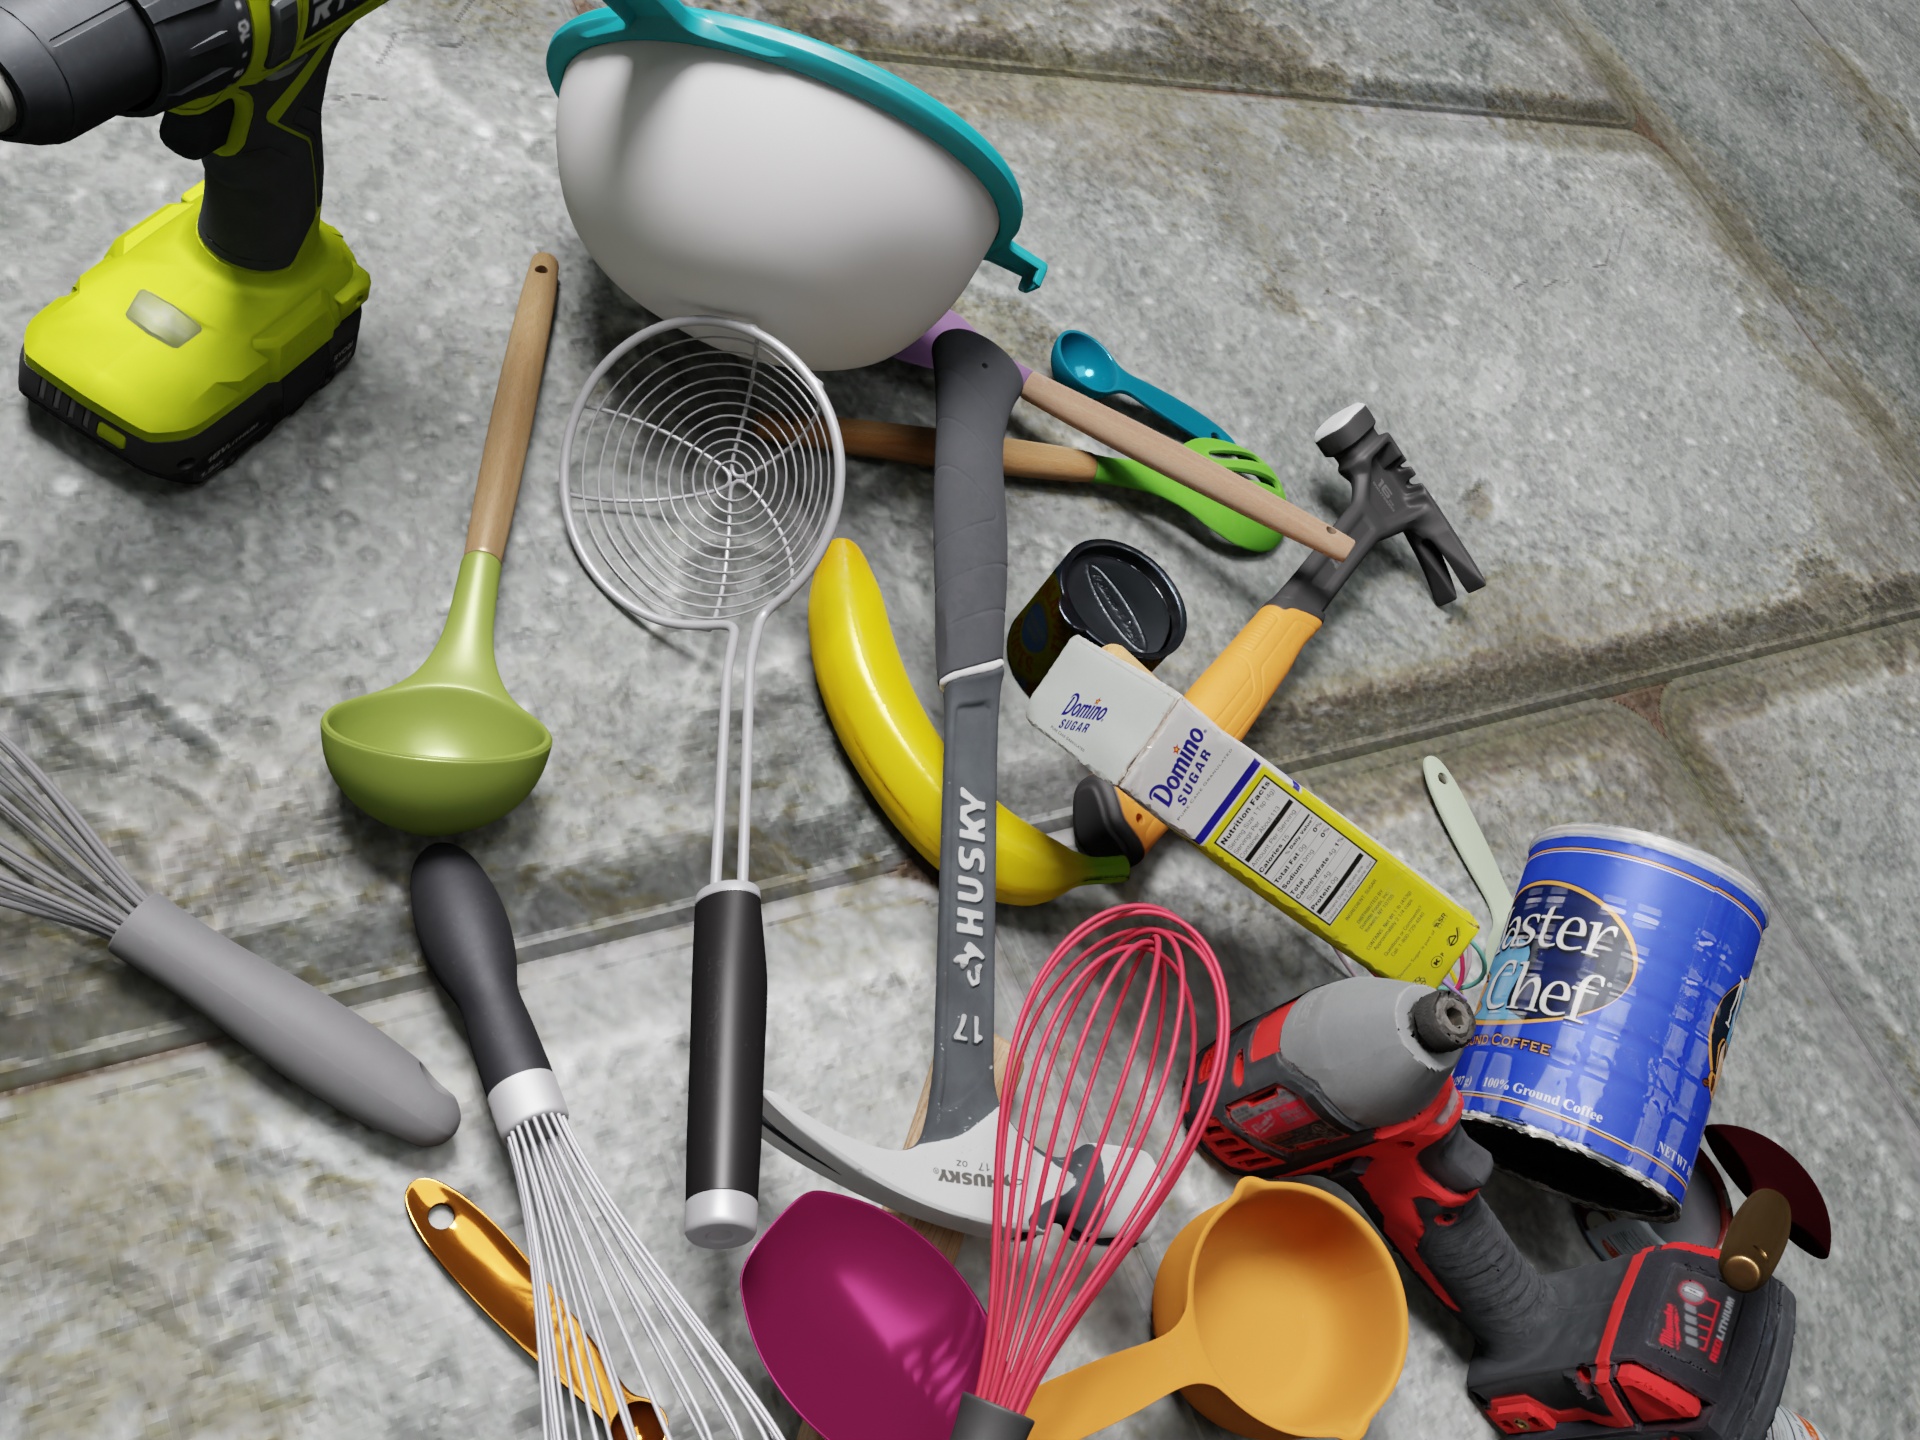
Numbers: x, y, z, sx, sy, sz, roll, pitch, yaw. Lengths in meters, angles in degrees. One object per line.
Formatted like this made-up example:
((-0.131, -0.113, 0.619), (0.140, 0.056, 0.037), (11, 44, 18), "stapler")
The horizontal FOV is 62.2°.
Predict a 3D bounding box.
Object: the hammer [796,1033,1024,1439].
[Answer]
((-0.043, 0.241, 0.512), (0.130, 0.031, 0.331), (30, 49, -9), "hammer")

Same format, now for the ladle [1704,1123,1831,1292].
((0.300, 0.185, 0.596), (0.069, 0.031, 0.315), (52, 16, 26), "ladle")

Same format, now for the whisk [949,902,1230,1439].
((0.018, 0.192, 0.490), (0.073, 0.073, 0.296), (27, 67, -11), "whisk")

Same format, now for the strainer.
((-0.106, -0.216, 0.626), (0.211, 0.340, 0.095), (15, 88, 21), "strainer")

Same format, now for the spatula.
((0.055, -0.158, 0.807), (0.316, 0.018, 0.060), (29, 50, 6), "spatula")

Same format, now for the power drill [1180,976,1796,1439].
((0.201, 0.188, 0.612), (0.219, 0.143, 0.078), (43, 52, 0), "power drill")

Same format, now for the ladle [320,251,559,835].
((-0.187, -0.091, 0.637), (0.078, 0.062, 0.320), (7, 53, -12), "ladle")

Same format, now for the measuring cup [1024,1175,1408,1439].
((0.078, 0.231, 0.578), (0.173, 0.052, 0.095), (-14, 68, -22), "measuring cup")

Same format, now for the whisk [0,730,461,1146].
((-0.259, 0.063, 0.500), (0.239, 0.055, 0.055), (36, 49, -8), "whisk")

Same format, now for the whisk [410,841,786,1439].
((-0.124, 0.148, 0.491), (0.070, 0.070, 0.285), (-8, 50, -33), "whisk")

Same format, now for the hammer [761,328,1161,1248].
((-0.001, -0.002, 0.645), (0.149, 0.036, 0.409), (12, 57, -19), "hammer")

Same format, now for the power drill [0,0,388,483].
((-0.262, -0.189, 0.544), (0.080, 0.228, 0.191), (33, 49, -6), "power drill")

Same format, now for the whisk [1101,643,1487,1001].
((0.148, 0.053, 0.710), (0.245, 0.051, 0.047), (42, 60, -14), "whisk")

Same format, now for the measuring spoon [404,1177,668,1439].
((-0.137, 0.191, 0.508), (0.117, 0.011, 0.021), (44, 50, 8), "measuring spoon")

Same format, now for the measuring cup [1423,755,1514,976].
((0.282, 0.085, 0.792), (0.083, 0.038, 0.168), (-10, 67, -34), "measuring cup")

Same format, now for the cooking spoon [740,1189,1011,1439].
((0.045, 0.279, 0.516), (0.319, 0.017, 0.069), (48, 55, -4), "cooking spoon")

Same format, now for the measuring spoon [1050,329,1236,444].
((0.100, -0.174, 0.883), (0.128, 0.021, 0.042), (24, 50, -25), "measuring spoon")

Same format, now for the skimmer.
((-0.097, 0.000, 0.573), (0.090, 0.127, 0.364), (55, 22, -46), "skimmer")

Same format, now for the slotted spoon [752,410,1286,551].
((0.045, -0.131, 0.813), (0.313, 0.031, 0.070), (3, 62, -26), "slotted spoon")

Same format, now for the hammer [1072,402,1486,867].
((0.160, -0.033, 0.797), (0.127, 0.034, 0.337), (52, 52, -9), "hammer")
